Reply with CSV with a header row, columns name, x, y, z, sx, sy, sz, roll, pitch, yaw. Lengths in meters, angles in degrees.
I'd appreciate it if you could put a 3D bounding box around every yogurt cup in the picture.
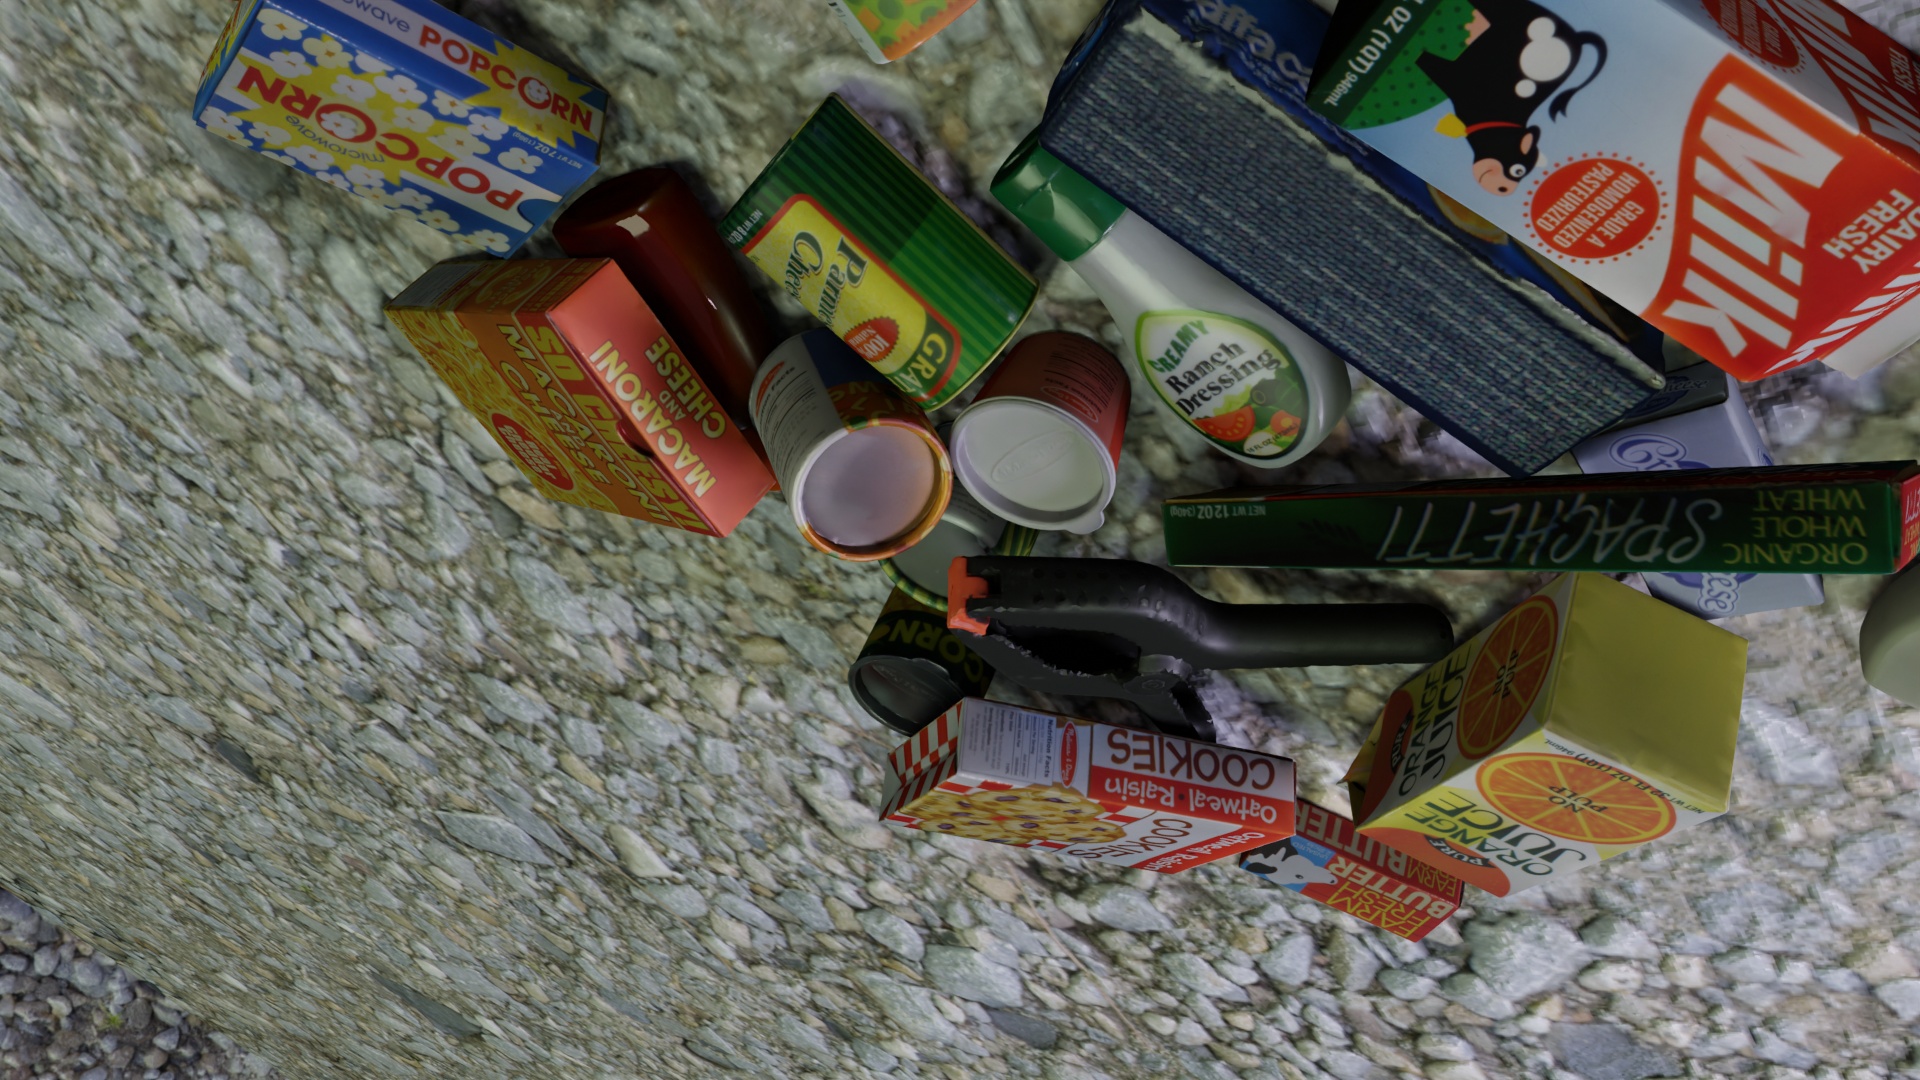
name,x,y,z,sx,sy,sz,roll,pitch,yaw
yogurt cup,0.035,-0.046,0.555,0.072,0.054,0.072,15,139,13

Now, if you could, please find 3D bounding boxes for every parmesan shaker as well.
name,x,y,z,sx,sy,sz,roll,pitch,yaw
parmesan shaker,-0.031,-0.105,0.517,0.103,0.072,0.071,40,139,-16

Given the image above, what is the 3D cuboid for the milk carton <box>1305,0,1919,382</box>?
name,x,y,z,sx,sy,sz,roll,pitch,yaw
milk carton,0.198,-0.112,0.379,0.190,0.074,0.072,31,140,-6

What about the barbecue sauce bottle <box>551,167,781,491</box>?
name,x,y,z,sx,sy,sz,roll,pitch,yaw
barbecue sauce bottle,-0.109,-0.086,0.597,0.065,0.044,0.148,0,135,37

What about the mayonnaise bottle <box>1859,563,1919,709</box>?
name,x,y,z,sx,sy,sz,roll,pitch,yaw
mayonnaise bottle,0.358,0.003,0.447,0.065,0.041,0.147,19,141,12

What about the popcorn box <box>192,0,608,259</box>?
name,x,y,z,sx,sy,sz,roll,pitch,yaw
popcorn box,-0.212,-0.165,0.531,0.126,0.038,0.085,21,148,-36

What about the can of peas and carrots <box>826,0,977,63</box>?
name,x,y,z,sx,sy,sz,roll,pitch,yaw
can of peas and carrots,-0.017,-0.189,0.417,0.071,0.071,0.058,-18,125,40

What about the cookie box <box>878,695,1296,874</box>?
name,x,y,z,sx,sy,sz,roll,pitch,yaw
cookie box,0.059,0.121,0.672,0.167,0.040,0.122,13,155,-15

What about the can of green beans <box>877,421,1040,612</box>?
name,x,y,z,sx,sy,sz,roll,pitch,yaw
can of green beans,0.002,-0.009,0.611,0.071,0.058,0.071,15,140,13

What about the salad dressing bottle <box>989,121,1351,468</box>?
name,x,y,z,sx,sy,sz,roll,pitch,yaw
salad dressing bottle,0.075,-0.088,0.495,0.147,0.044,0.064,40,139,-17

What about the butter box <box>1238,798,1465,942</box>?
name,x,y,z,sx,sy,sz,roll,pitch,yaw
butter box,0.205,0.173,0.731,0.103,0.024,0.052,23,141,5

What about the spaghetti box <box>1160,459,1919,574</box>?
name,x,y,z,sx,sy,sz,roll,pitch,yaw
spaghetti box,0.186,-0.007,0.483,0.250,0.050,0.028,0,98,43

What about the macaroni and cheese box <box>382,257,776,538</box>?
name,x,y,z,sx,sy,sz,roll,pitch,yaw
macaroni and cheese box,-0.172,-0.065,0.618,0.166,0.040,0.123,11,143,47

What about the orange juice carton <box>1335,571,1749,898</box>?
name,x,y,z,sx,sy,sz,roll,pitch,yaw
orange juice carton,0.227,0.091,0.576,0.072,0.073,0.191,25,152,1

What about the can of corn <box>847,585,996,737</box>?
name,x,y,z,sx,sy,sz,roll,pitch,yaw
can of corn,-0.014,0.056,0.691,0.071,0.058,0.070,15,140,13

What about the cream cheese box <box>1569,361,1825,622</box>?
name,x,y,z,sx,sy,sz,roll,pitch,yaw
cream cheese box,0.261,-0.013,0.494,0.053,0.024,0.103,-17,125,39

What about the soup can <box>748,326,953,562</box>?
name,x,y,z,sx,sy,sz,roll,pitch,yaw
soup can,-0.043,-0.040,0.565,0.071,0.084,0.071,-10,125,-15
